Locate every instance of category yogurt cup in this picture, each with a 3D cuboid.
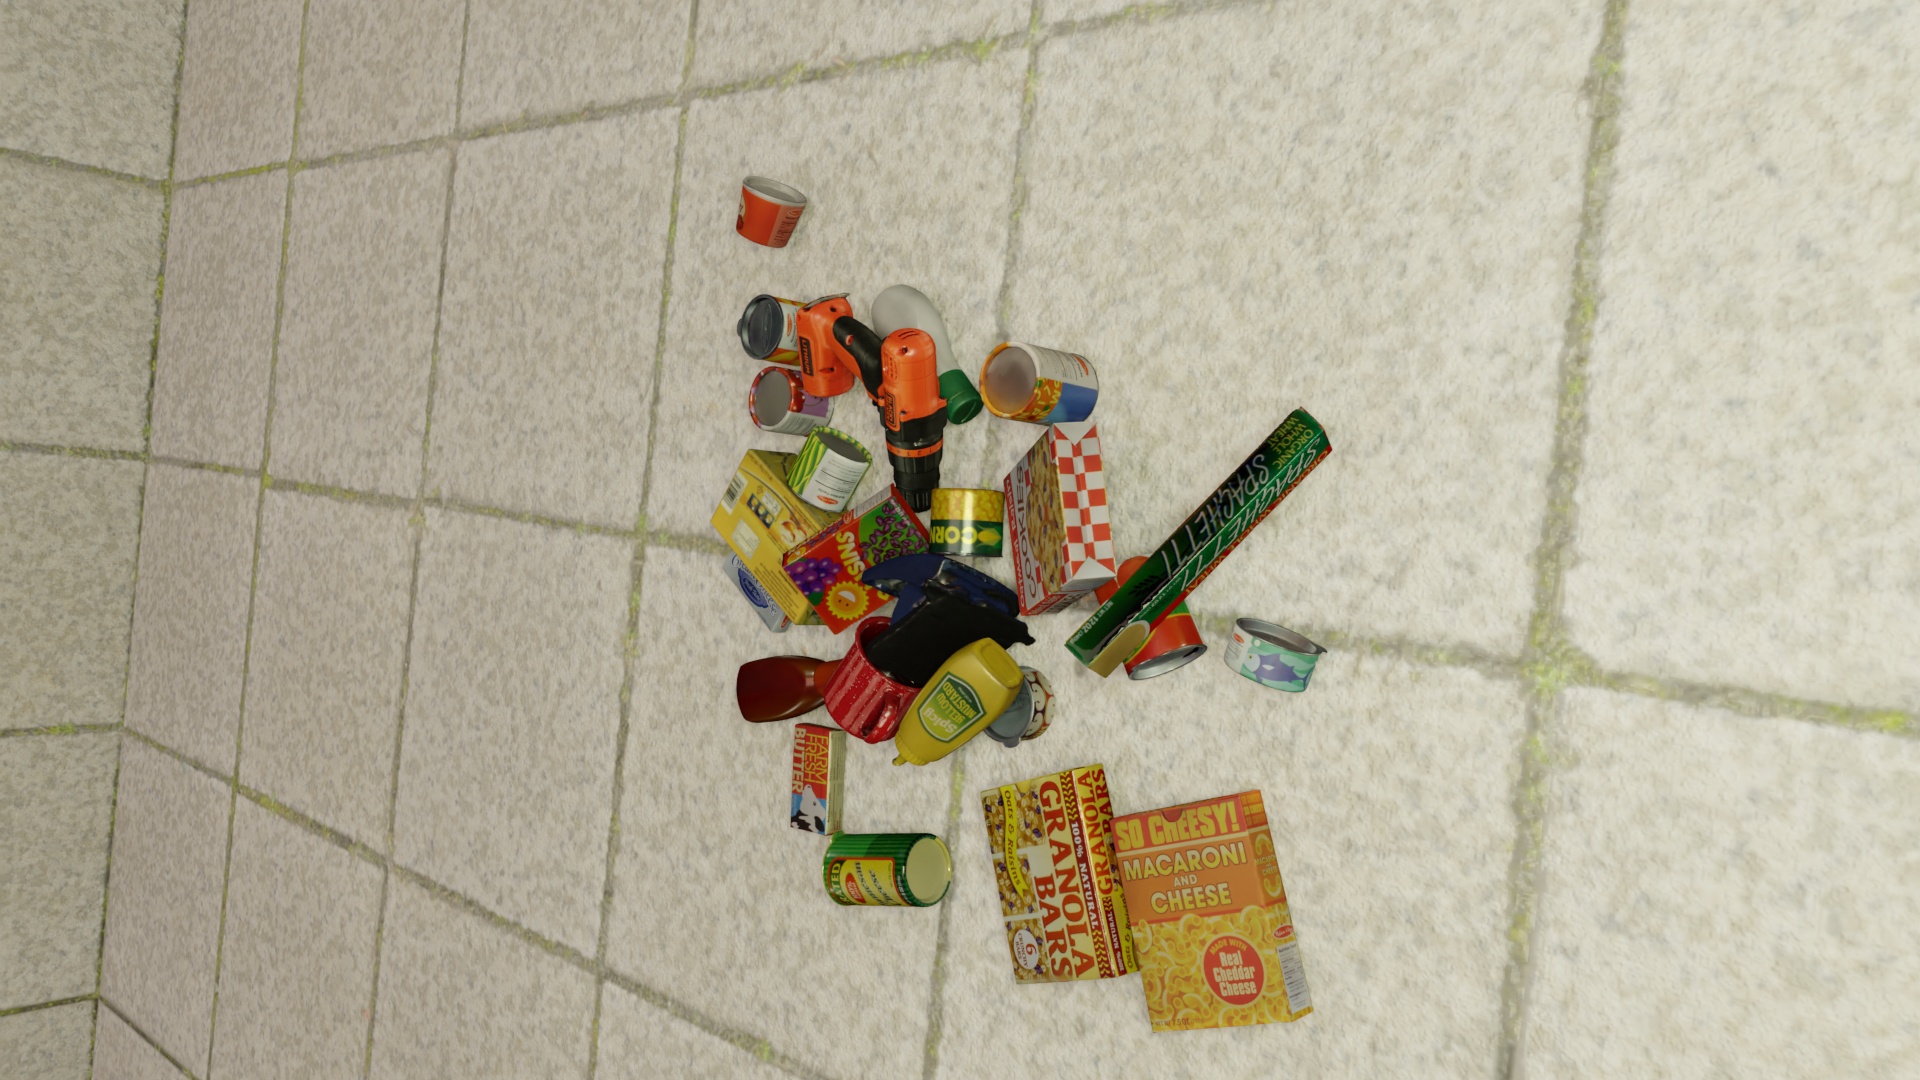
[{"bbox_3d":[-0.197,-0.336,1.424,0.072,0.072,0.053,41,121,34],"label":"yogurt cup"}]

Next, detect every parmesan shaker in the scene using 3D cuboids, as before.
[{"bbox_3d":[-0.068,0.298,1.268,0.103,0.071,0.071,-12,80,39],"label":"parmesan shaker"}]

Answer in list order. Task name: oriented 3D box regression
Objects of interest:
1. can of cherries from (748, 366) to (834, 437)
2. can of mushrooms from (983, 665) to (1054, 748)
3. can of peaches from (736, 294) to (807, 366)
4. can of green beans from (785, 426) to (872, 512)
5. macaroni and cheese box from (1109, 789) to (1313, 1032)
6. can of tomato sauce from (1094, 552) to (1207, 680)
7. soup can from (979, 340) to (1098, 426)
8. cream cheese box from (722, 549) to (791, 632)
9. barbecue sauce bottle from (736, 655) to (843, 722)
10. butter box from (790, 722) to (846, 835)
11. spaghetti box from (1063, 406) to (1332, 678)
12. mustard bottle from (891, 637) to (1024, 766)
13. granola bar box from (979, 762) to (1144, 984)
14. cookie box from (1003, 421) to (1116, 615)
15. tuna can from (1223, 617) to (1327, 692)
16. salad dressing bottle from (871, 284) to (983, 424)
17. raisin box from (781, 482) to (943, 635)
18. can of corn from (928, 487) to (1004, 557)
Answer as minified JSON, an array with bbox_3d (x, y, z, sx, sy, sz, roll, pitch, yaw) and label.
[{"bbox_3d":[-0.170,-0.141,1.390,0.071,0.058,0.071,-2,86,40],"label":"can of cherries"},{"bbox_3d":[0.047,0.144,1.204,0.071,0.033,0.071,-3,85,40],"label":"can of mushrooms"},{"bbox_3d":[-0.182,-0.212,1.405,0.071,0.058,0.071,-2,86,41],"label":"can of peaches"},{"bbox_3d":[-0.127,-0.070,1.344,0.071,0.071,0.057,46,115,33],"label":"can of green beans"},{"bbox_3d":[0.190,0.286,1.069,0.123,0.040,0.166,-21,74,37],"label":"macaroni and cheese box"},{"bbox_3d":[0.147,0.060,1.100,0.071,0.071,0.083,-35,66,34],"label":"can of tomato sauce"},{"bbox_3d":[0.065,-0.129,1.174,0.071,0.084,0.071,-2,86,40],"label":"soup can"},{"bbox_3d":[-0.201,0.041,1.427,0.104,0.024,0.053,47,115,32],"label":"cream cheese box"},{"bbox_3d":[-0.158,0.142,1.371,0.148,0.044,0.065,-13,79,38],"label":"barbecue sauce bottle"},{"bbox_3d":[-0.139,0.233,1.362,0.053,0.024,0.103,1,88,40],"label":"butter box"},{"bbox_3d":[0.179,0.003,1.038,0.250,0.050,0.029,-46,63,5],"label":"spaghetti box"},{"bbox_3d":[-0.013,0.152,1.194,0.065,0.049,0.159,47,120,9],"label":"mustard bottle"},{"bbox_3d":[0.081,0.278,1.148,0.124,0.039,0.166,-26,70,48],"label":"granola bar box"},{"bbox_3d":[0.078,-0.013,1.123,0.167,0.040,0.123,131,134,-73],"label":"cookie box"},{"bbox_3d":[0.233,0.086,1.031,0.071,0.071,0.032,28,106,38],"label":"tuna can"},{"bbox_3d":[-0.030,-0.171,1.284,0.148,0.044,0.064,58,133,25],"label":"salad dressing bottle"},{"bbox_3d":[-0.089,0.017,1.267,0.123,0.086,0.040,-33,20,8],"label":"raisin box"},{"bbox_3d":[0.004,-0.015,1.226,0.071,0.071,0.058,1,87,40],"label":"can of corn"}]
